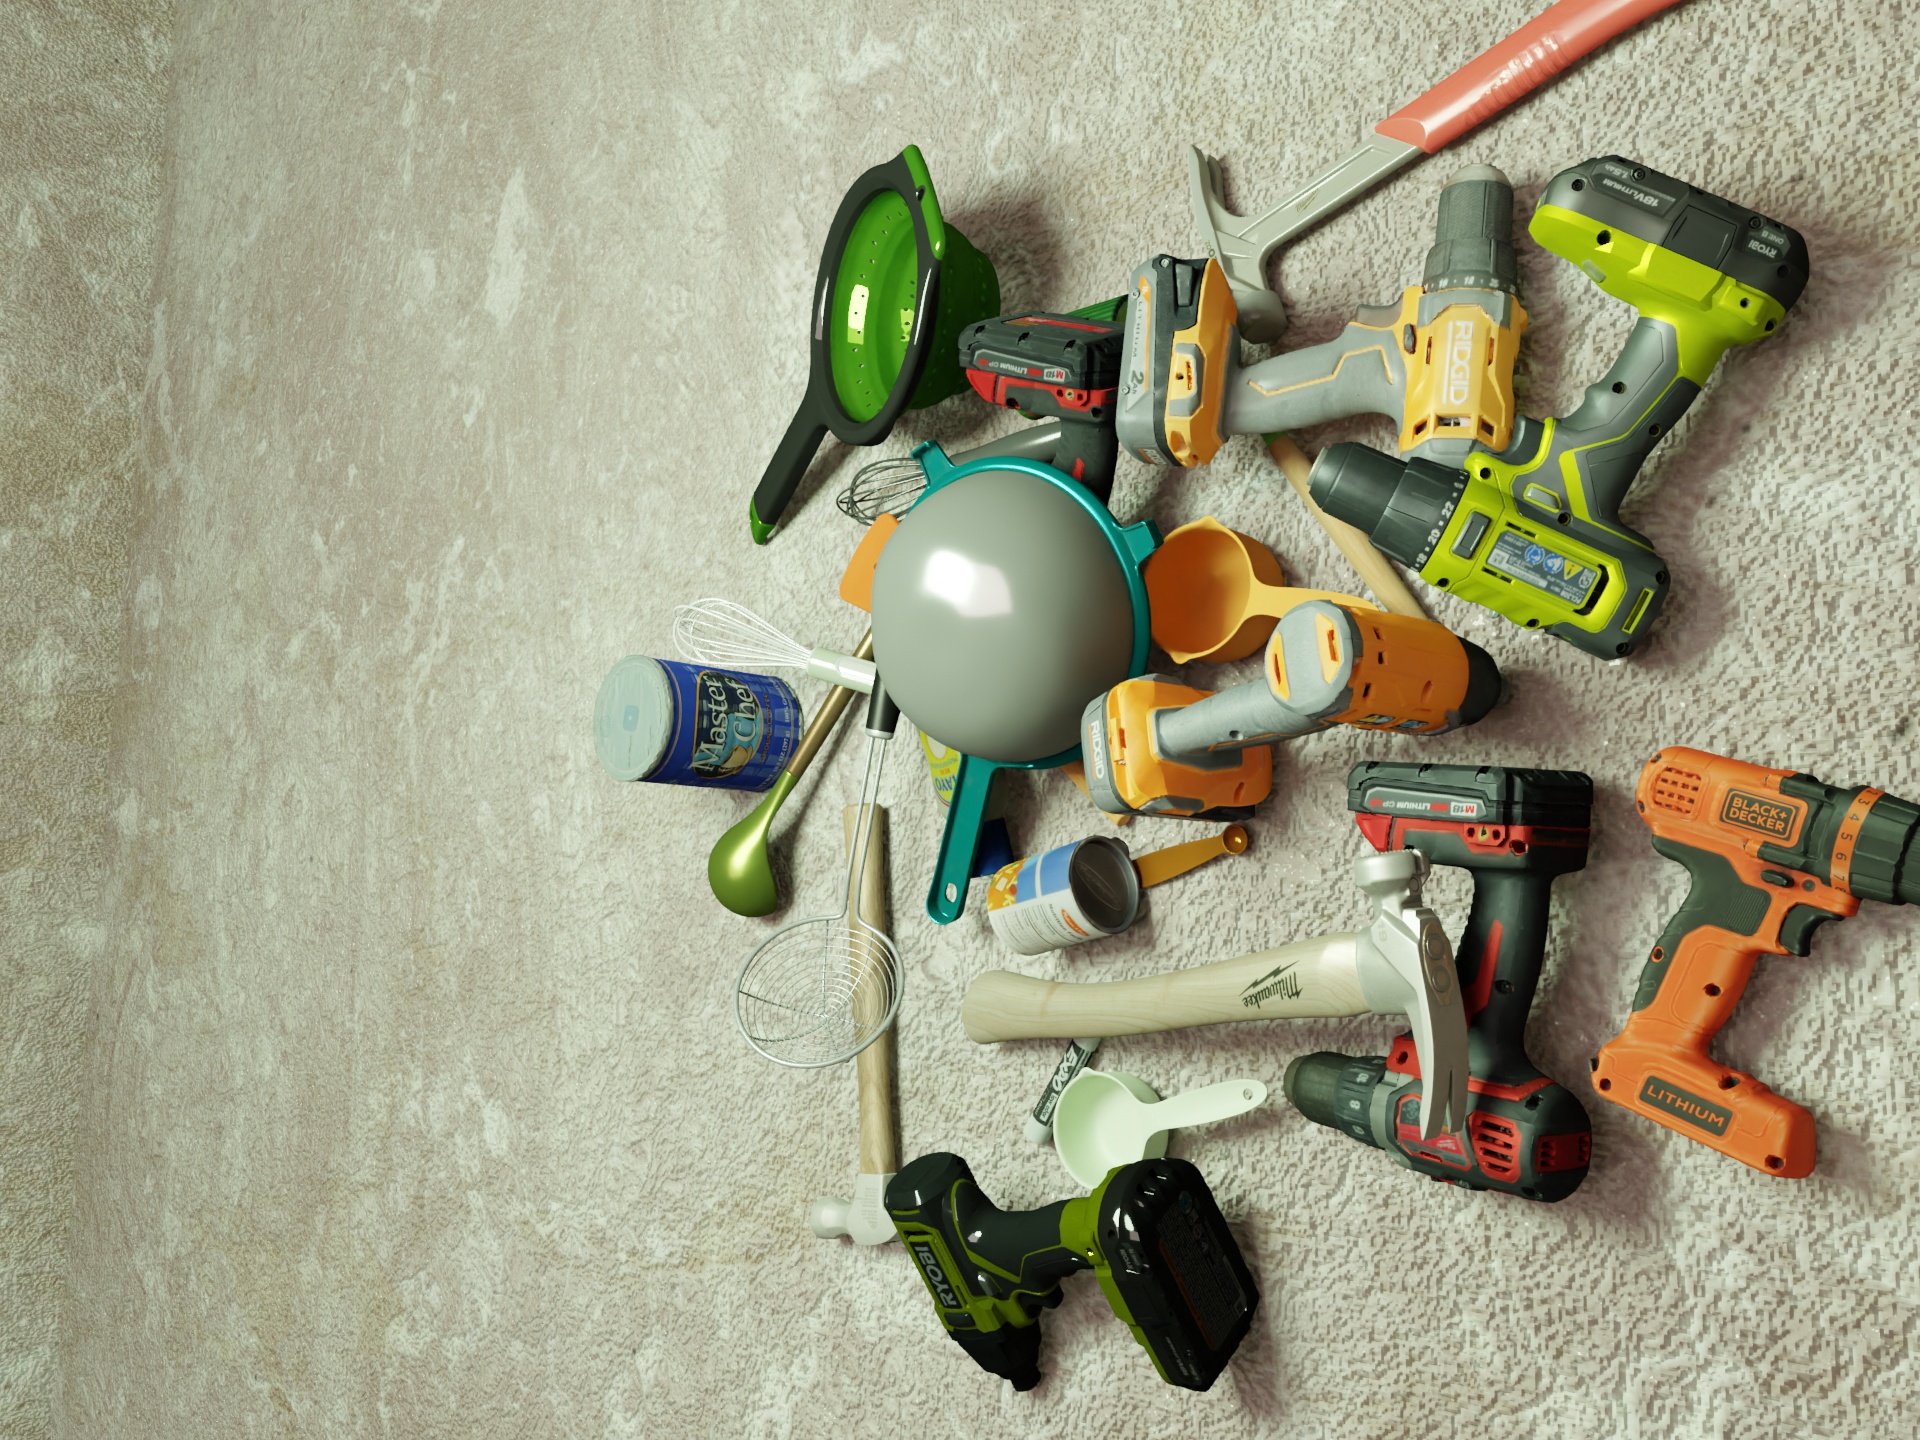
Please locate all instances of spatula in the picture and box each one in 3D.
[{"bbox_3d":[0.018,-0.032,1.164,0.323,0.041,0.081,49,118,35],"label":"spatula"}]

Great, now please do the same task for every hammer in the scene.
[{"bbox_3d":[-0.066,0.227,1.214,0.130,0.031,0.331,-13,75,42],"label":"hammer"},{"bbox_3d":[0.130,0.180,0.969,0.410,0.038,0.146,-21,73,53],"label":"hammer"},{"bbox_3d":[0.295,-0.377,0.952,0.359,0.036,0.149,-27,66,39],"label":"hammer"}]

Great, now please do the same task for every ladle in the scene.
[{"bbox_3d":[-0.114,0.023,1.291,0.078,0.062,0.320,42,106,40],"label":"ladle"}]

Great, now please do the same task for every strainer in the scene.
[{"bbox_3d":[-0.002,-0.003,1.051,0.211,0.095,0.340,25,115,29],"label":"strainer"}]

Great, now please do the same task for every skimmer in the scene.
[{"bbox_3d":[-0.080,0.069,1.163,0.127,0.090,0.363,11,91,19],"label":"skimmer"}]

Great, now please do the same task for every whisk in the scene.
[{"bbox_3d":[0.000,-0.188,1.205,0.239,0.055,0.055,-10,77,38],"label":"whisk"},{"bbox_3d":[-0.121,-0.049,1.248,0.246,0.059,0.058,17,65,20],"label":"whisk"}]

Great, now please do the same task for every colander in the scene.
[{"bbox_3d":[-0.067,-0.264,1.260,0.397,0.094,0.205,-51,46,49],"label":"colander"}]

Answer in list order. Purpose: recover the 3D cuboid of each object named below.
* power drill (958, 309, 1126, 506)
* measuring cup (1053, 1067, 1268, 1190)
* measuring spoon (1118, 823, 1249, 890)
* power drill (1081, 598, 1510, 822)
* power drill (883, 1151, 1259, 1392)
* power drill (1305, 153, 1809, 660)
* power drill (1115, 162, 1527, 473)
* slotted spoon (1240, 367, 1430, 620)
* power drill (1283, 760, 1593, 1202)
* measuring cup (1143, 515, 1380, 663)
[{"bbox_3d":[0.057,-0.158,1.078,0.143,0.078,0.219,19,120,36],"label":"power drill"},{"bbox_3d":[0.134,0.253,1.016,0.167,0.038,0.083,-26,67,37],"label":"measuring cup"},{"bbox_3d":[0.145,0.092,1.048,0.117,0.011,0.021,-27,72,42],"label":"measuring spoon"},{"bbox_3d":[0.196,-0.002,0.927,0.226,0.164,0.084,-27,63,51],"label":"power drill"},{"bbox_3d":[0.068,0.357,1.016,0.223,0.080,0.171,-18,101,43],"label":"power drill"},{"bbox_3d":[0.310,-0.168,0.834,0.190,0.080,0.228,27,102,8],"label":"power drill"},{"bbox_3d":[0.216,-0.234,0.942,0.226,0.084,0.185,5,86,20],"label":"power drill"},{"bbox_3d":[0.213,-0.157,0.997,0.314,0.031,0.070,61,164,26],"label":"slotted spoon"},{"bbox_3d":[0.259,0.137,0.881,0.188,0.080,0.227,1,87,56],"label":"power drill"},{"bbox_3d":[0.195,-0.073,0.994,0.174,0.052,0.095,14,93,42],"label":"measuring cup"}]
